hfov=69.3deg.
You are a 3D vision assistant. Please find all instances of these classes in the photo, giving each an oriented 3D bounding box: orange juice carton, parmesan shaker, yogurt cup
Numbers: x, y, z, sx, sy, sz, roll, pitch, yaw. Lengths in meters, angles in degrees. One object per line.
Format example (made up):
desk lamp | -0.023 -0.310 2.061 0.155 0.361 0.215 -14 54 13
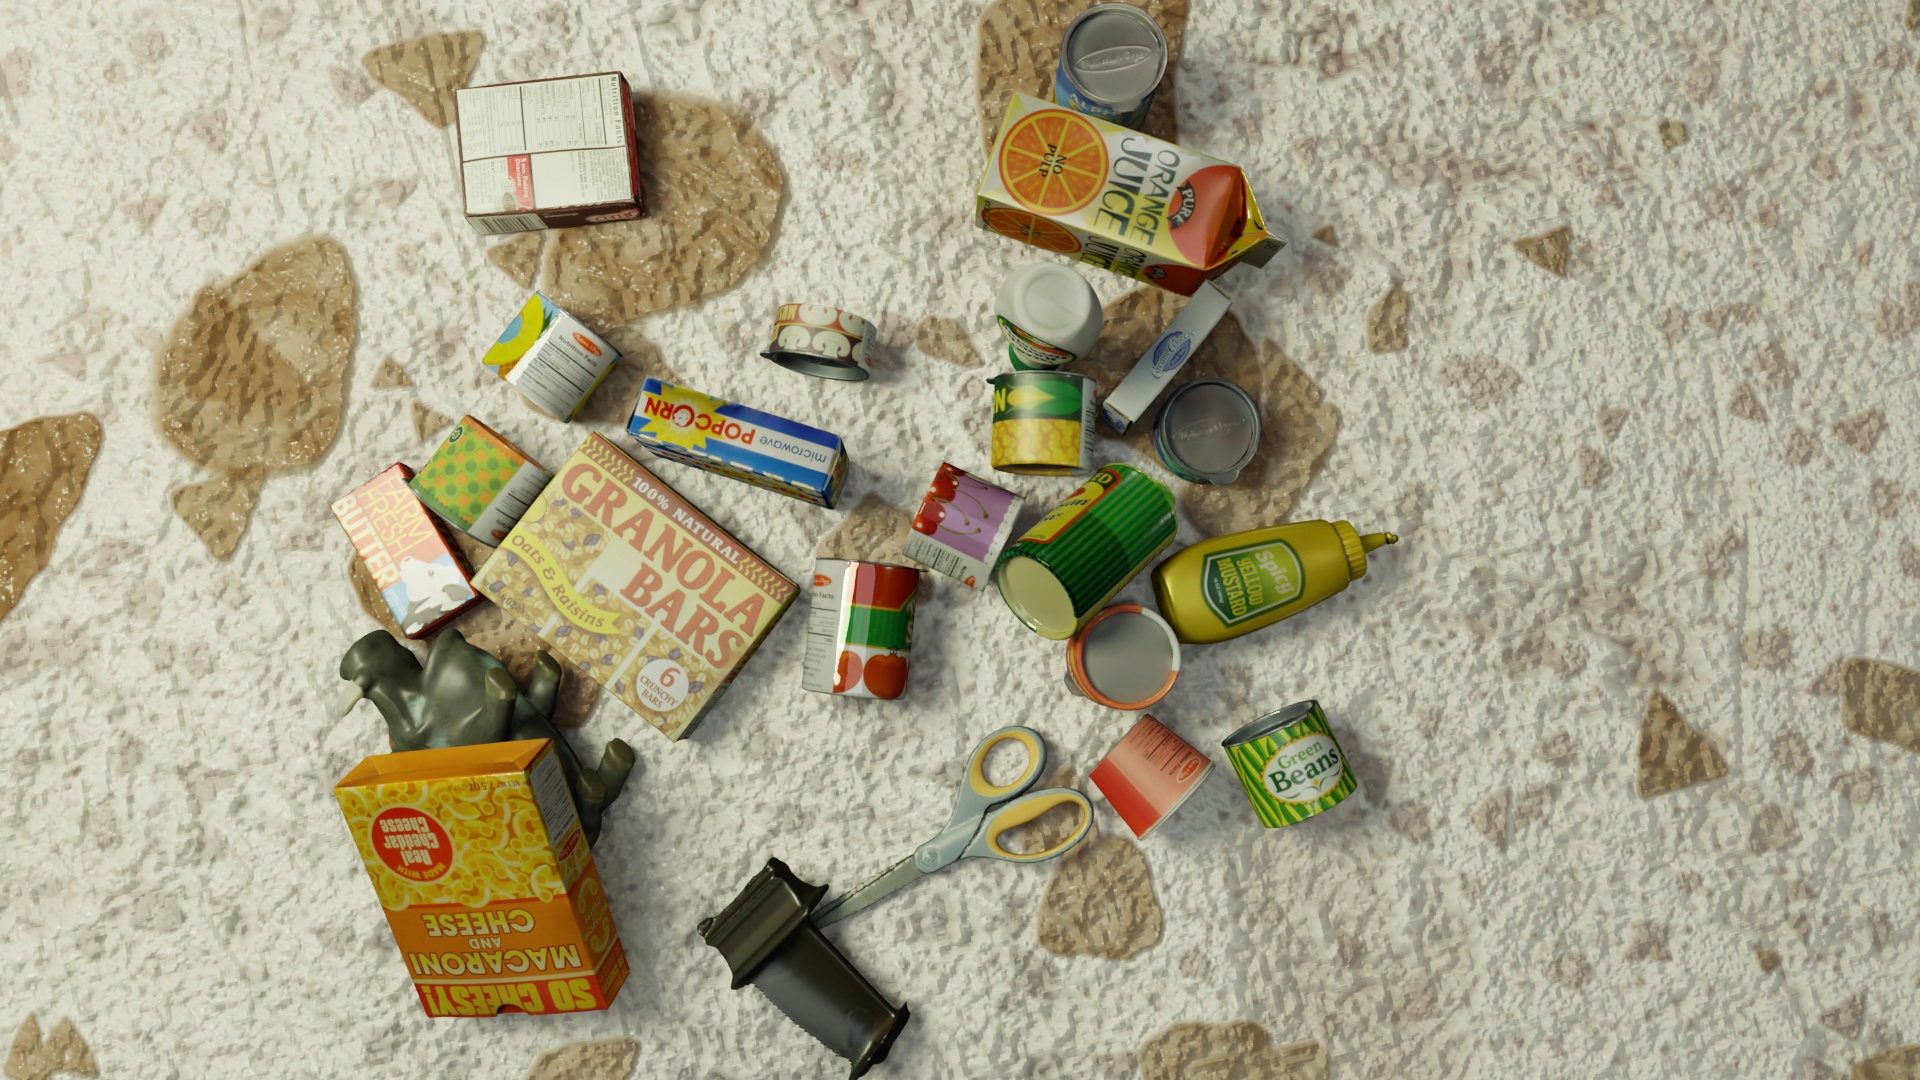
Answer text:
orange juice carton | 0.111 -0.214 0.894 0.193 0.072 0.073 19 86 1
parmesan shaker | 0.079 0.005 0.852 0.071 0.071 0.103 49 56 3
yogurt cup | 0.117 0.145 0.867 0.054 0.072 0.072 44 86 10

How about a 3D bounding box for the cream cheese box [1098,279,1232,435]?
cream cheese box | 0.131 -0.116 0.894 0.024 0.053 0.104 39 85 4

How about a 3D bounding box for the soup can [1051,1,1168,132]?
soup can | 0.095 -0.294 0.894 0.071 0.083 0.071 0 85 -1

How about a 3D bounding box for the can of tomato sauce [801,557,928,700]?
can of tomato sauce | -0.060 0.055 0.869 0.071 0.071 0.083 6 86 -1

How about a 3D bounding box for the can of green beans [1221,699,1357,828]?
can of green beans | 0.205 0.139 0.867 0.071 0.071 0.058 -26 87 -3

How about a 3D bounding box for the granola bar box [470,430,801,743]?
granola bar box | -0.204 0.029 0.881 0.165 0.039 0.124 37 85 2

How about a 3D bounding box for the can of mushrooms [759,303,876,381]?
can of mushrooms | -0.090 -0.126 0.883 0.071 0.071 0.033 11 85 0

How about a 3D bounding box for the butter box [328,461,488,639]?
butter box | -0.352 0.007 0.887 0.053 0.024 0.103 -31 86 -3

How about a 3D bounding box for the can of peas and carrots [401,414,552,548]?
can of peas and carrots | -0.302 -0.039 0.871 0.071 0.071 0.059 37 85 2

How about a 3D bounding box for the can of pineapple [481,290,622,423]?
can of pineapple | -0.259 -0.116 0.881 0.071 0.071 0.058 37 86 2

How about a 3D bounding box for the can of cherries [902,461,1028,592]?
can of cherries | 0.003 -0.011 0.877 0.058 0.071 0.071 24 85 2

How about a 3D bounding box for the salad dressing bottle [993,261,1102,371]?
salad dressing bottle | 0.051 -0.129 0.846 0.064 0.147 0.044 27 87 1

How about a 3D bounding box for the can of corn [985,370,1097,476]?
can of corn | 0.050 -0.073 0.883 0.071 0.071 0.058 3 86 -1

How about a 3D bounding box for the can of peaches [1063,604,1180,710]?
can of peaches | 0.100 0.075 0.874 0.071 0.058 0.071 0 85 -2

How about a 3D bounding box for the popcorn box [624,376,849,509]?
popcorn box | -0.135 -0.059 0.867 0.127 0.085 0.038 17 84 1

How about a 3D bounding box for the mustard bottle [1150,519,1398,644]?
mustard bottle | 0.205 0.018 0.886 0.160 0.049 0.065 -18 87 -3

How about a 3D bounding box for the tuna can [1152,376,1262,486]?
tuna can | 0.160 -0.068 0.901 0.071 0.033 0.071 0 85 -1

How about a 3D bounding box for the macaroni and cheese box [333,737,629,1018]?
macaroni and cheese box | -0.279 0.202 0.818 0.124 0.040 0.165 -7 110 13
